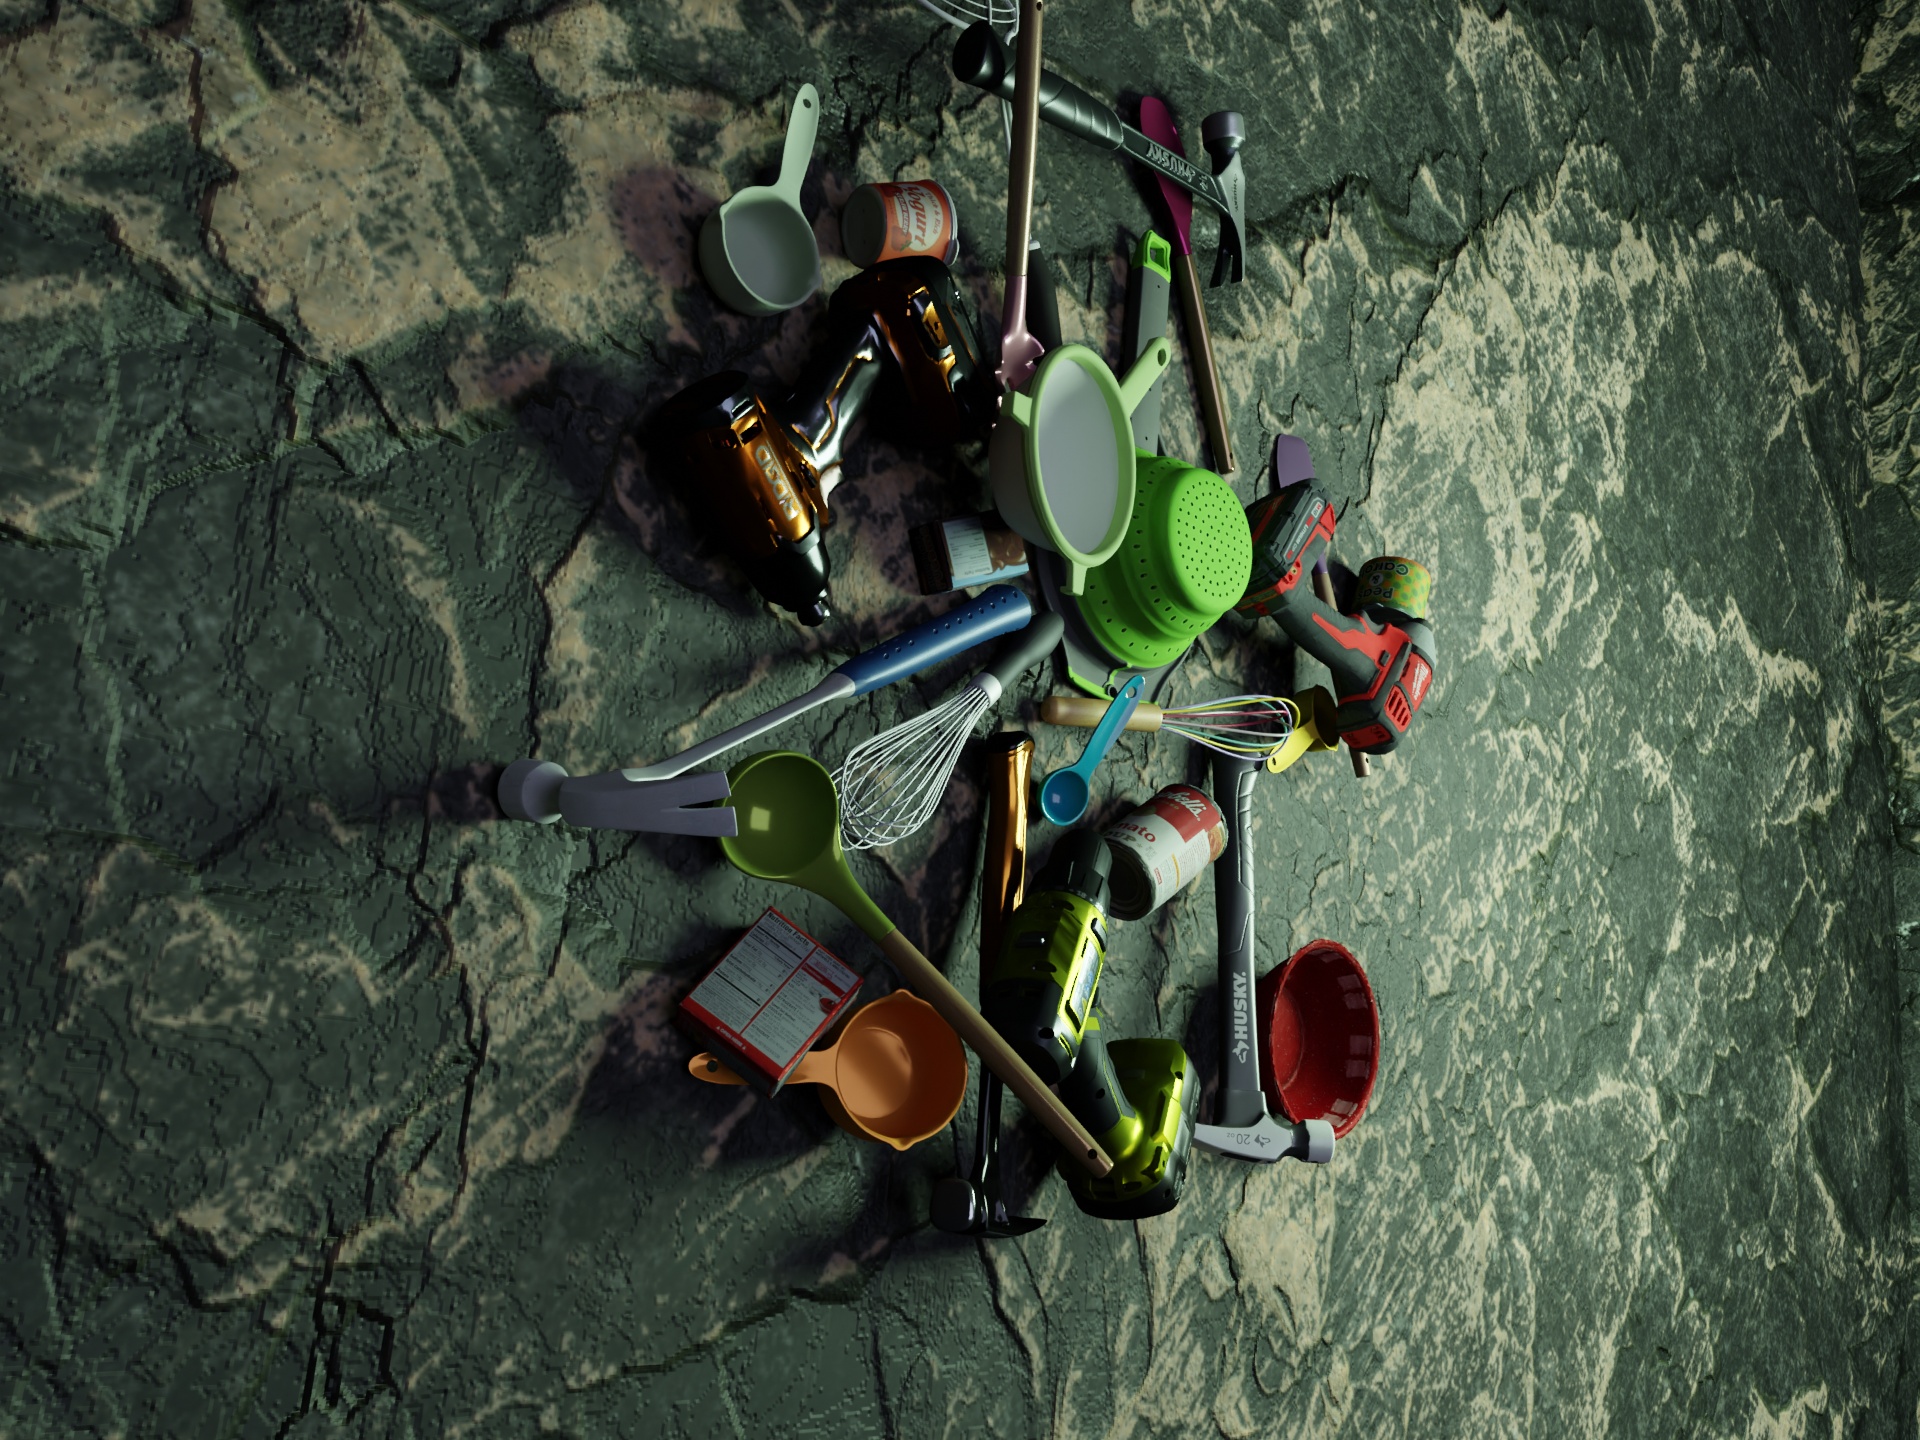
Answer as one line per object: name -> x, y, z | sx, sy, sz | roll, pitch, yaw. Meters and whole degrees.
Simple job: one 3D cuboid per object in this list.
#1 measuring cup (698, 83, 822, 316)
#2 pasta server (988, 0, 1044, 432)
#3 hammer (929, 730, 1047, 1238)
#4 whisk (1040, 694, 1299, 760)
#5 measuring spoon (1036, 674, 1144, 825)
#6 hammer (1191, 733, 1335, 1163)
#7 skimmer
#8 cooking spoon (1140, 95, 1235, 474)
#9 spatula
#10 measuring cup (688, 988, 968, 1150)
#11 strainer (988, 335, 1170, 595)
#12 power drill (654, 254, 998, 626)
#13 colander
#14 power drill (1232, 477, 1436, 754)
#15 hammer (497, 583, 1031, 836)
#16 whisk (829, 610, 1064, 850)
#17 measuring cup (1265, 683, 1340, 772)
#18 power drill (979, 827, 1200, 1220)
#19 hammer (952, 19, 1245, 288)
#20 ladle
measuring cup -> -0.121, -0.332, 1.009 | 0.083, 0.038, 0.168 | 28, 63, -39
pasta server -> 0.046, -0.332, 1.090 | 0.060, 0.040, 0.316 | -26, 130, -41
hammer -> 0.029, 0.171, 1.068 | 0.127, 0.034, 0.337 | 39, 51, -60
whisk -> 0.166, -0.004, 1.217 | 0.244, 0.047, 0.051 | 4, 63, -32
measuring spoon -> 0.094, 0.019, 1.158 | 0.042, 0.021, 0.128 | 42, 76, -30
hammer -> 0.208, 0.168, 1.231 | 0.146, 0.035, 0.335 | 6, 67, -7
skimmer -> 0.014, -0.403, 1.159 | 0.127, 0.090, 0.363 | -34, 118, -51
cooking spoon -> 0.192, -0.364, 1.337 | 0.068, 0.017, 0.319 | -16, 95, -53
spatula -> 0.322, -0.104, 1.408 | 0.059, 0.018, 0.316 | -1, 77, -44
measuring cup -> -0.084, 0.211, 0.961 | 0.173, 0.052, 0.095 | 6, 73, -22
strainer -> 0.081, -0.210, 1.134 | 0.256, 0.069, 0.151 | -55, 133, -45
power drill -> -0.074, -0.176, 0.999 | 0.226, 0.084, 0.164 | -47, 126, -34
colander -> 0.164, -0.209, 1.231 | 0.204, 0.094, 0.397 | 19, 71, -42
power drill -> 0.320, -0.090, 1.348 | 0.219, 0.078, 0.143 | 46, 57, -16
hammer -> -0.075, -0.016, 0.959 | 0.405, 0.144, 0.035 | -29, 117, -50
whisk -> -0.002, -0.003, 1.068 | 0.285, 0.070, 0.070 | -44, 115, -45
measuring cup -> 0.280, 0.015, 1.345 | 0.156, 0.029, 0.062 | -30, 104, -52
power drill -> 0.090, 0.204, 1.067 | 0.228, 0.080, 0.191 | 65, 32, -33
hammer -> 0.120, -0.435, 1.199 | 0.408, 0.036, 0.149 | -3, 88, -55
ladle -> -0.024, 0.144, 0.927 | 0.078, 0.062, 0.320 | -42, 83, -13
